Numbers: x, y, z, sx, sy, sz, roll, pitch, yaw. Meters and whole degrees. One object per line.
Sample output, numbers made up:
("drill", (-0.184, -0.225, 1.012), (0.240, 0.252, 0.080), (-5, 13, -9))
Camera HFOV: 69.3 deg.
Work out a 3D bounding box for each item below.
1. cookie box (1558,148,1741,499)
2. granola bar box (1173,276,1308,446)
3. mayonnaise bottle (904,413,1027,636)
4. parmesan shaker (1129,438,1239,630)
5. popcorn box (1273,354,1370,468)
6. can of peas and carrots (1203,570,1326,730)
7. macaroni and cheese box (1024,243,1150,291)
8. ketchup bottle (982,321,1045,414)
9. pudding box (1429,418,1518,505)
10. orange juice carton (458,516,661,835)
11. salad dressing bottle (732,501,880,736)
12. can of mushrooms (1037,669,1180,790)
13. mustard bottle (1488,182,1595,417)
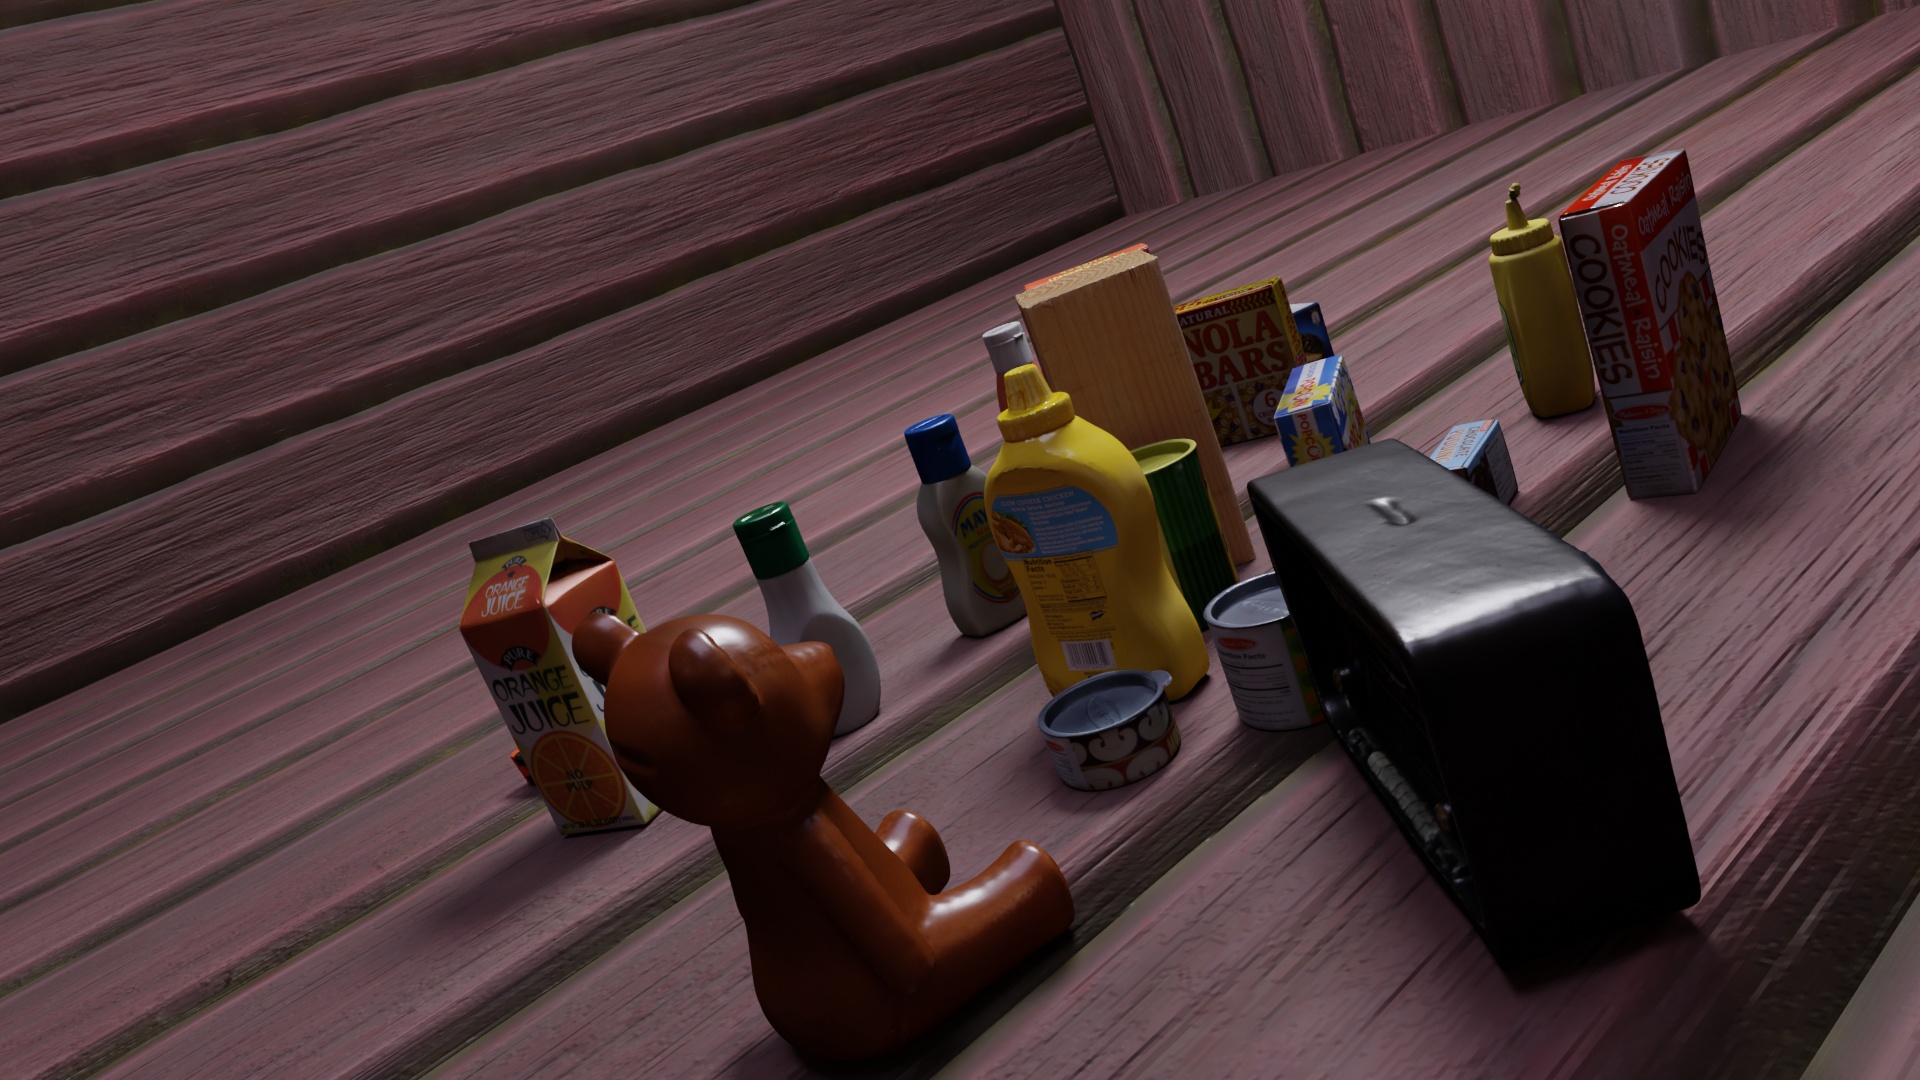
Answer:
("cookie box", (0.394, -0.125, 0.789), (0.040, 0.167, 0.123), (-7, 20, 43))
("granola bar box", (0.207, -0.141, 1.181), (0.165, 0.124, 0.039), (-13, 16, 28))
("mayonnaise bottle", (0.003, -0.012, 0.948), (0.065, 0.147, 0.041), (-29, 16, -28))
("parmesan shaker", (0.124, -0.002, 0.838), (0.071, 0.103, 0.071), (-19, 14, 5))
("popcorn box", (0.249, -0.068, 0.940), (0.038, 0.085, 0.127), (-14, 16, 24))
("can of peas and carrots", (0.162, 0.051, 0.685), (0.071, 0.058, 0.071), (-19, 15, 5))
("macaroni and cheese box", (0.146, -0.186, 1.338), (0.124, 0.166, 0.040), (-20, 14, 4))
("ketchup bottle", (0.062, -0.124, 1.264), (0.043, 0.148, 0.065), (-4, 22, 48))
("pudding box", (0.301, -0.035, 0.823), (0.030, 0.049, 0.084), (-9, 18, 38))
("orange juice carton", (-0.239, 0.080, 0.859), (0.071, 0.192, 0.073), (-13, 16, 27))
("salad dressing bottle", (-0.097, 0.049, 0.867), (0.064, 0.147, 0.044), (-28, 16, -27))
("can of mushrooms", (0.077, 0.094, 0.698), (0.071, 0.033, 0.071), (-19, 15, 5))
("mustard bottle", (0.394, -0.166, 0.950), (0.049, 0.160, 0.065), (-15, 15, 22))
